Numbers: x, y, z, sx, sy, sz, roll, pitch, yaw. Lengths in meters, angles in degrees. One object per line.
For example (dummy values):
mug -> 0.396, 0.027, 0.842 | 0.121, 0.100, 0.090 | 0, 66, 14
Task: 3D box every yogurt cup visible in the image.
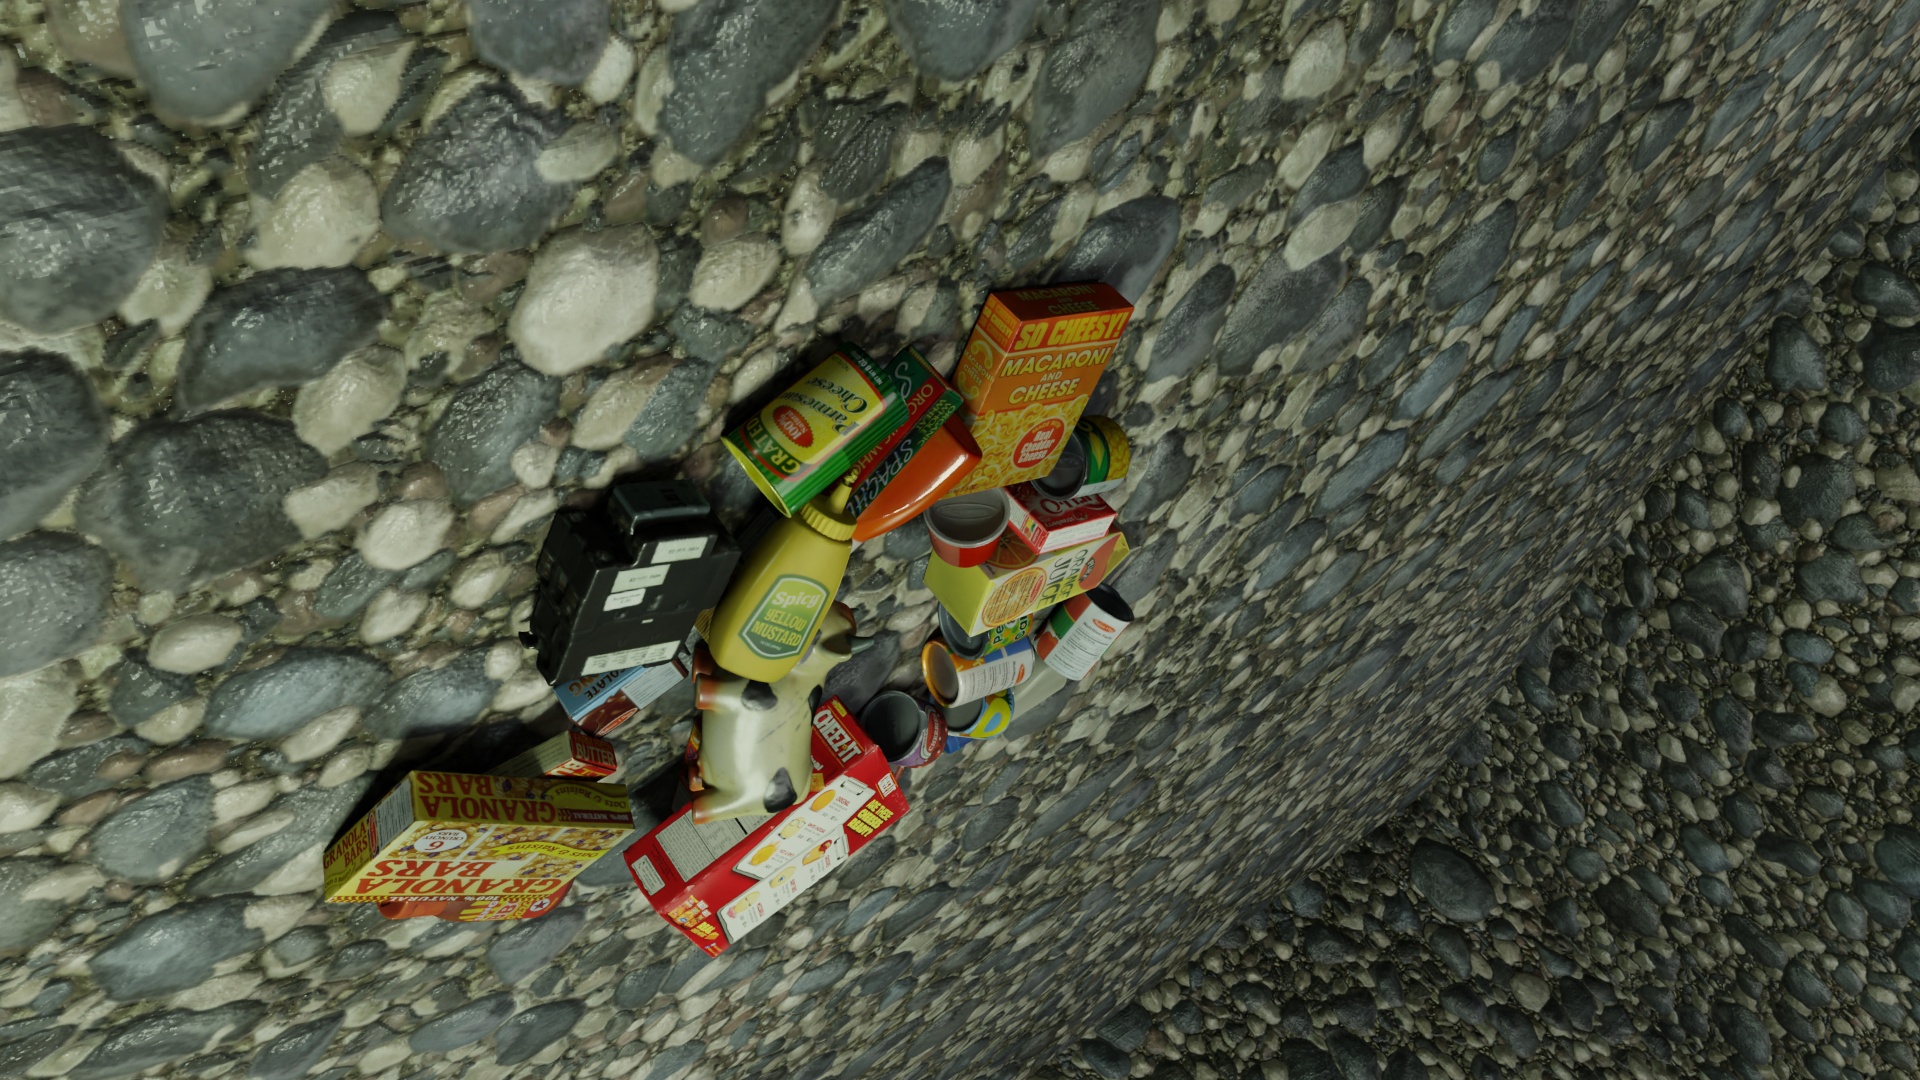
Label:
yogurt cup -> 0.004, -0.014, 1.104 | 0.072, 0.072, 0.053 | -32, 158, -18

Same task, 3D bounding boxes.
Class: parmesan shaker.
parmesan shaker -> -0.094, -0.074, 0.895 | 0.103, 0.071, 0.071 | -41, 152, -10

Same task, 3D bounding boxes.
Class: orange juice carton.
orange juice carton -> 0.069, 0.008, 1.204 | 0.193, 0.072, 0.072 | -19, 144, -35

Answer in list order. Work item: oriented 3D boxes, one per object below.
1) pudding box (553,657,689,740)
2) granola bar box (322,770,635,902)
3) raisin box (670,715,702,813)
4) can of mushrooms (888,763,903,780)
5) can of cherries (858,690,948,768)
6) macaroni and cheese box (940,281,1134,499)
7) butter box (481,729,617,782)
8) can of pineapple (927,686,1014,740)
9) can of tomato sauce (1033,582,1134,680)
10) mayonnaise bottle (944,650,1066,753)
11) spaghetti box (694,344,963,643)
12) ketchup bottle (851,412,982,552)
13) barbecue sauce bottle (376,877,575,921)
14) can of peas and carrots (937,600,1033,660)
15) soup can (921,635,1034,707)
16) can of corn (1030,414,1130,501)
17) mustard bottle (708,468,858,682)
pudding box -> -0.241, 0.101, 0.990 | 0.084, 0.030, 0.049 | -36, 152, -10
granola bar box -> -0.331, 0.207, 0.959 | 0.123, 0.039, 0.165 | -39, 146, 29
raisin box -> -0.188, 0.186, 1.165 | 0.086, 0.040, 0.122 | -17, 144, -38
can of mushrooms -> -0.089, 0.223, 1.345 | 0.071, 0.033, 0.070 | -31, 149, -21
can of cherries -> -0.050, 0.176, 1.289 | 0.071, 0.071, 0.058 | -45, 151, 6
macaroni and cheese box -> 0.045, -0.113, 1.042 | 0.124, 0.040, 0.165 | -14, 142, -41
butter box -> -0.301, 0.170, 0.984 | 0.103, 0.024, 0.053 | -27, 153, 11
can of pineapple -> 0.011, 0.157, 1.344 | 0.071, 0.071, 0.058 | -49, 151, 12
can of tomato sauce -> 0.122, 0.087, 1.389 | 0.071, 0.071, 0.082 | 5, 127, -54
mayonnaise bottle -> 0.040, 0.164, 1.417 | 0.148, 0.041, 0.064 | -30, 150, -19
spaghetti box -> -0.099, -0.027, 0.971 | 0.249, 0.050, 0.028 | -47, 152, 9
ketchup bottle -> -0.056, -0.036, 1.002 | 0.148, 0.065, 0.043 | -41, 165, 17
barbecue sauce bottle -> -0.364, 0.260, 1.042 | 0.064, 0.044, 0.148 | -45, 152, 16
can of peas and carrots -> 0.024, 0.066, 1.230 | 0.059, 0.071, 0.070 | -21, 145, -35
soup can -> 0.014, 0.110, 1.283 | 0.084, 0.071, 0.071 | -15, 142, -32
can of corn -> 0.096, -0.071, 1.139 | 0.058, 0.071, 0.070 | -12, 140, -44
mustard bottle -> -0.110, 0.019, 0.928 | 0.065, 0.049, 0.159 | 21, 109, -32
